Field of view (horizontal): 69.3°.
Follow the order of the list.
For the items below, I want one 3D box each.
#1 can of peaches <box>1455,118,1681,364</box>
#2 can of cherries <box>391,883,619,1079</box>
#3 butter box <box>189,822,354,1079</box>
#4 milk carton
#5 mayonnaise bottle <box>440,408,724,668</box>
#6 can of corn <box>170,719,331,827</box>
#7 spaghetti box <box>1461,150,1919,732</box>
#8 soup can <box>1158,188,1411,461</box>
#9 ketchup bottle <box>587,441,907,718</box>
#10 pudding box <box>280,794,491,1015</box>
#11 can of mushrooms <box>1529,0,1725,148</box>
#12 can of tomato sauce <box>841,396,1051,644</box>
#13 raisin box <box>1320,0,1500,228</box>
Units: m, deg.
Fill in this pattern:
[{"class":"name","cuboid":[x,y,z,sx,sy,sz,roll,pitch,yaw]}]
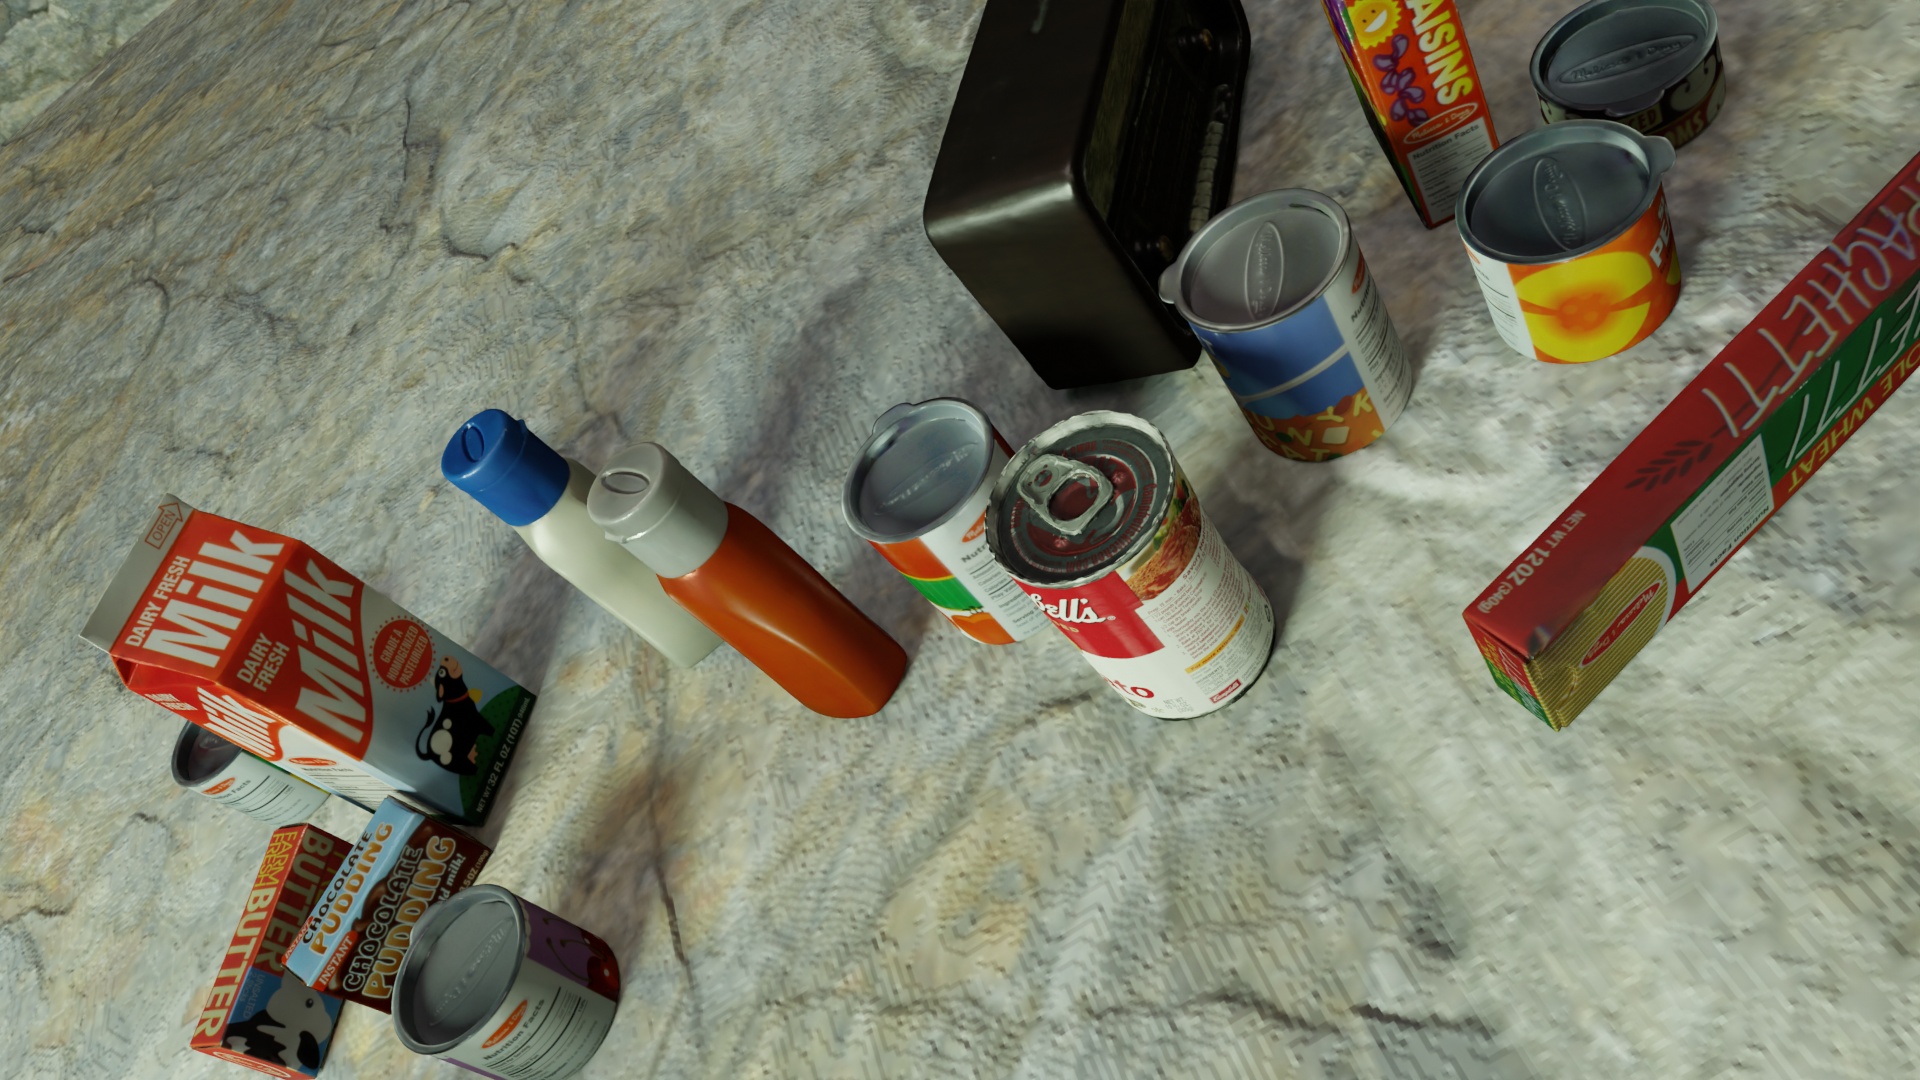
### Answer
[{"class":"can of peaches","cuboid":[0.220,-0.106,0.495,0.071,0.058,0.071,-18,49,23]},{"class":"can of cherries","cuboid":[-0.181,0.177,0.555,0.071,0.058,0.072,-18,49,23]},{"class":"butter box","cuboid":[-0.305,0.188,0.637,0.024,0.053,0.104,-14,51,26]},{"class":"milk carton","cuboid":[-0.294,0.059,0.629,0.073,0.190,0.072,-6,55,32]},{"class":"mayonnaise bottle","cuboid":[-0.162,-0.001,0.614,0.041,0.147,0.065,-40,44,3]},{"class":"can of corn","cuboid":[-0.369,0.109,0.737,0.071,0.058,0.071,-18,49,23]},{"class":"spaghetti box","cuboid":[0.256,-0.045,0.429,0.250,0.050,0.029,-45,44,-3]},{"class":"soup can","cuboid":[0.123,-0.079,0.522,0.071,0.083,0.072,-19,49,23]},{"class":"ketchup bottle","cuboid":[-0.083,0.018,0.544,0.065,0.148,0.044,11,65,40]},{"class":"pudding box","cuboid":[-0.257,0.163,0.625,0.030,0.049,0.084,11,65,40]},{"class":"can of mushrooms","cuboid":[0.259,-0.179,0.540,0.071,0.033,0.071,-18,49,23]},{"class":"can of tomato sauce","cuboid":[0.002,-0.007,0.552,0.071,0.083,0.071,-19,49,23]},{"class":"raisin box","cuboid":[0.172,-0.198,0.551,0.040,0.123,0.086,-24,47,19]}]
